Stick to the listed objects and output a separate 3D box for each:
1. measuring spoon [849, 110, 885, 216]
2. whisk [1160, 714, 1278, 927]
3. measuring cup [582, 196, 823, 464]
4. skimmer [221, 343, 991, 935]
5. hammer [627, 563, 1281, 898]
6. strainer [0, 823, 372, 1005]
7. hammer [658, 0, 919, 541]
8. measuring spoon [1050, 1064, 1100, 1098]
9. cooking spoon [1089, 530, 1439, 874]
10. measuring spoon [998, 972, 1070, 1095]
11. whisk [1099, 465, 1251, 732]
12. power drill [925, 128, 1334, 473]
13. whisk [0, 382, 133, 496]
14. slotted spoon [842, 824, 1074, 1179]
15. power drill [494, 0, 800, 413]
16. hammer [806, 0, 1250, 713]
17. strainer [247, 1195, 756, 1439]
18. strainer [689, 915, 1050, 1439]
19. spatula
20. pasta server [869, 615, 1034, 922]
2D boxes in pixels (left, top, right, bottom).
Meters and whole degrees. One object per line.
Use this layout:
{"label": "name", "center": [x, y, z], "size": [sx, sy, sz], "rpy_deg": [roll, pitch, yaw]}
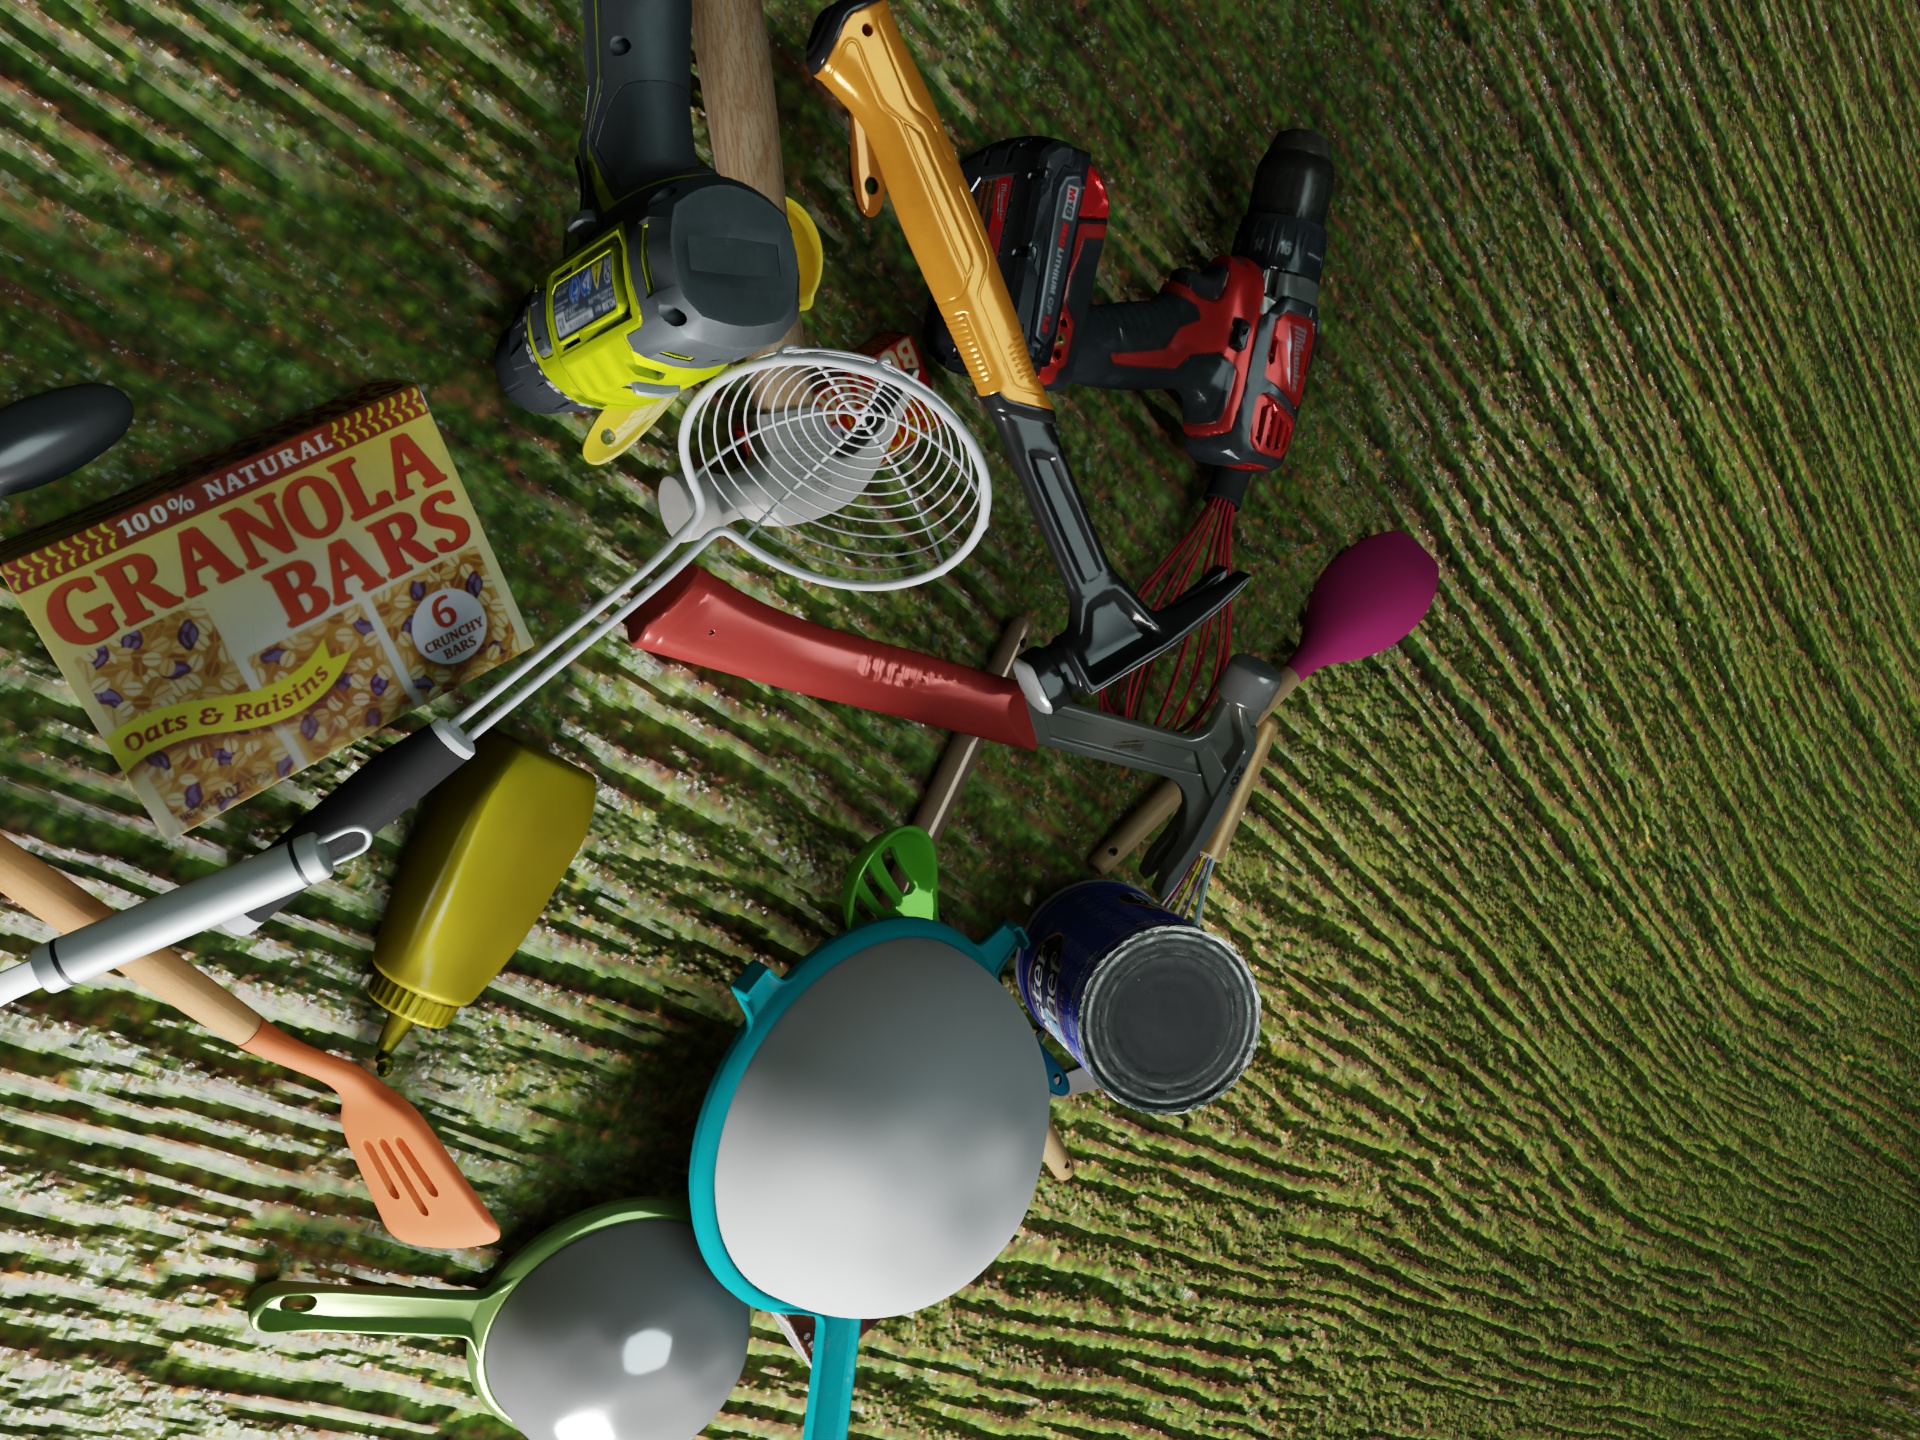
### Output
{"label": "measuring spoon", "center": [-0.043, -0.304, 0.768], "size": [0.021, 0.011, 0.117], "rpy_deg": [-11, 109, -35]}
{"label": "whisk", "center": [0.148, 0.106, 1.013], "size": [0.047, 0.051, 0.245], "rpy_deg": [31, 80, -33]}
{"label": "measuring cup", "center": [-0.125, -0.178, 0.731], "size": [0.156, 0.029, 0.062], "rpy_deg": [-52, 127, -12]}
{"label": "skimmer", "center": [-0.153, -0.017, 0.642], "size": [0.363, 0.090, 0.127], "rpy_deg": [-39, 130, 0]}
{"label": "hammer", "center": [-0.001, -0.003, 0.829], "size": [0.358, 0.037, 0.149], "rpy_deg": [14, 112, -28]}
{"label": "strainer", "center": [-0.343, 0.094, 0.590], "size": [0.258, 0.050, 0.086], "rpy_deg": [-23, 126, -10]}
{"label": "hammer", "center": [-0.092, -0.252, 0.697], "size": [0.130, 0.031, 0.331], "rpy_deg": [-17, 108, -33]}
{"label": "measuring spoon", "center": [0.079, 0.230, 1.008], "size": [0.124, 0.018, 0.034], "rpy_deg": [-7, 107, -37]}
{"label": "cooking spoon", "center": [0.195, -0.013, 1.017], "size": [0.319, 0.017, 0.069], "rpy_deg": [-43, 81, -16]}
{"label": "measuring spoon", "center": [0.036, 0.183, 0.943], "size": [0.128, 0.021, 0.042], "rpy_deg": [50, 48, -28]}
{"label": "whisk", "center": [0.149, -0.111, 0.946], "size": [0.073, 0.073, 0.296], "rpy_deg": [29, 78, -39]}
{"label": "power drill", "center": [0.106, -0.242, 0.846], "size": [0.226, 0.080, 0.188], "rpy_deg": [7, 98, -34]}
{"label": "whisk", "center": [-0.409, -0.046, 0.526], "size": [0.284, 0.070, 0.070], "rpy_deg": [-37, 123, -30]}
{"label": "slotted spoon", "center": [0.006, 0.170, 0.891], "size": [0.070, 0.031, 0.313], "rpy_deg": [-50, 132, -27]}
{"label": "power drill", "center": [-0.141, -0.235, 0.619], "size": [0.080, 0.190, 0.228], "rpy_deg": [-7, 92, -36]}
{"label": "hammer", "center": [0.025, -0.172, 0.743], "size": [0.127, 0.034, 0.336], "rpy_deg": [-31, 114, -11]}
{"label": "strainer", "center": [-0.205, 0.303, 0.759], "size": [0.256, 0.069, 0.151], "rpy_deg": [18, 104, -33]}
{"label": "strainer", "center": [-0.031, 0.273, 0.795], "size": [0.211, 0.095, 0.340], "rpy_deg": [-1, 102, -46]}
{"label": "spatula", "center": [-0.315, 0.122, 0.651], "size": [0.322, 0.081, 0.041], "rpy_deg": [49, 44, -31]}
{"label": "pasta server", "center": [-0.025, 0.088, 0.875], "size": [0.060, 0.040, 0.316], "rpy_deg": [32, 81, -48]}
